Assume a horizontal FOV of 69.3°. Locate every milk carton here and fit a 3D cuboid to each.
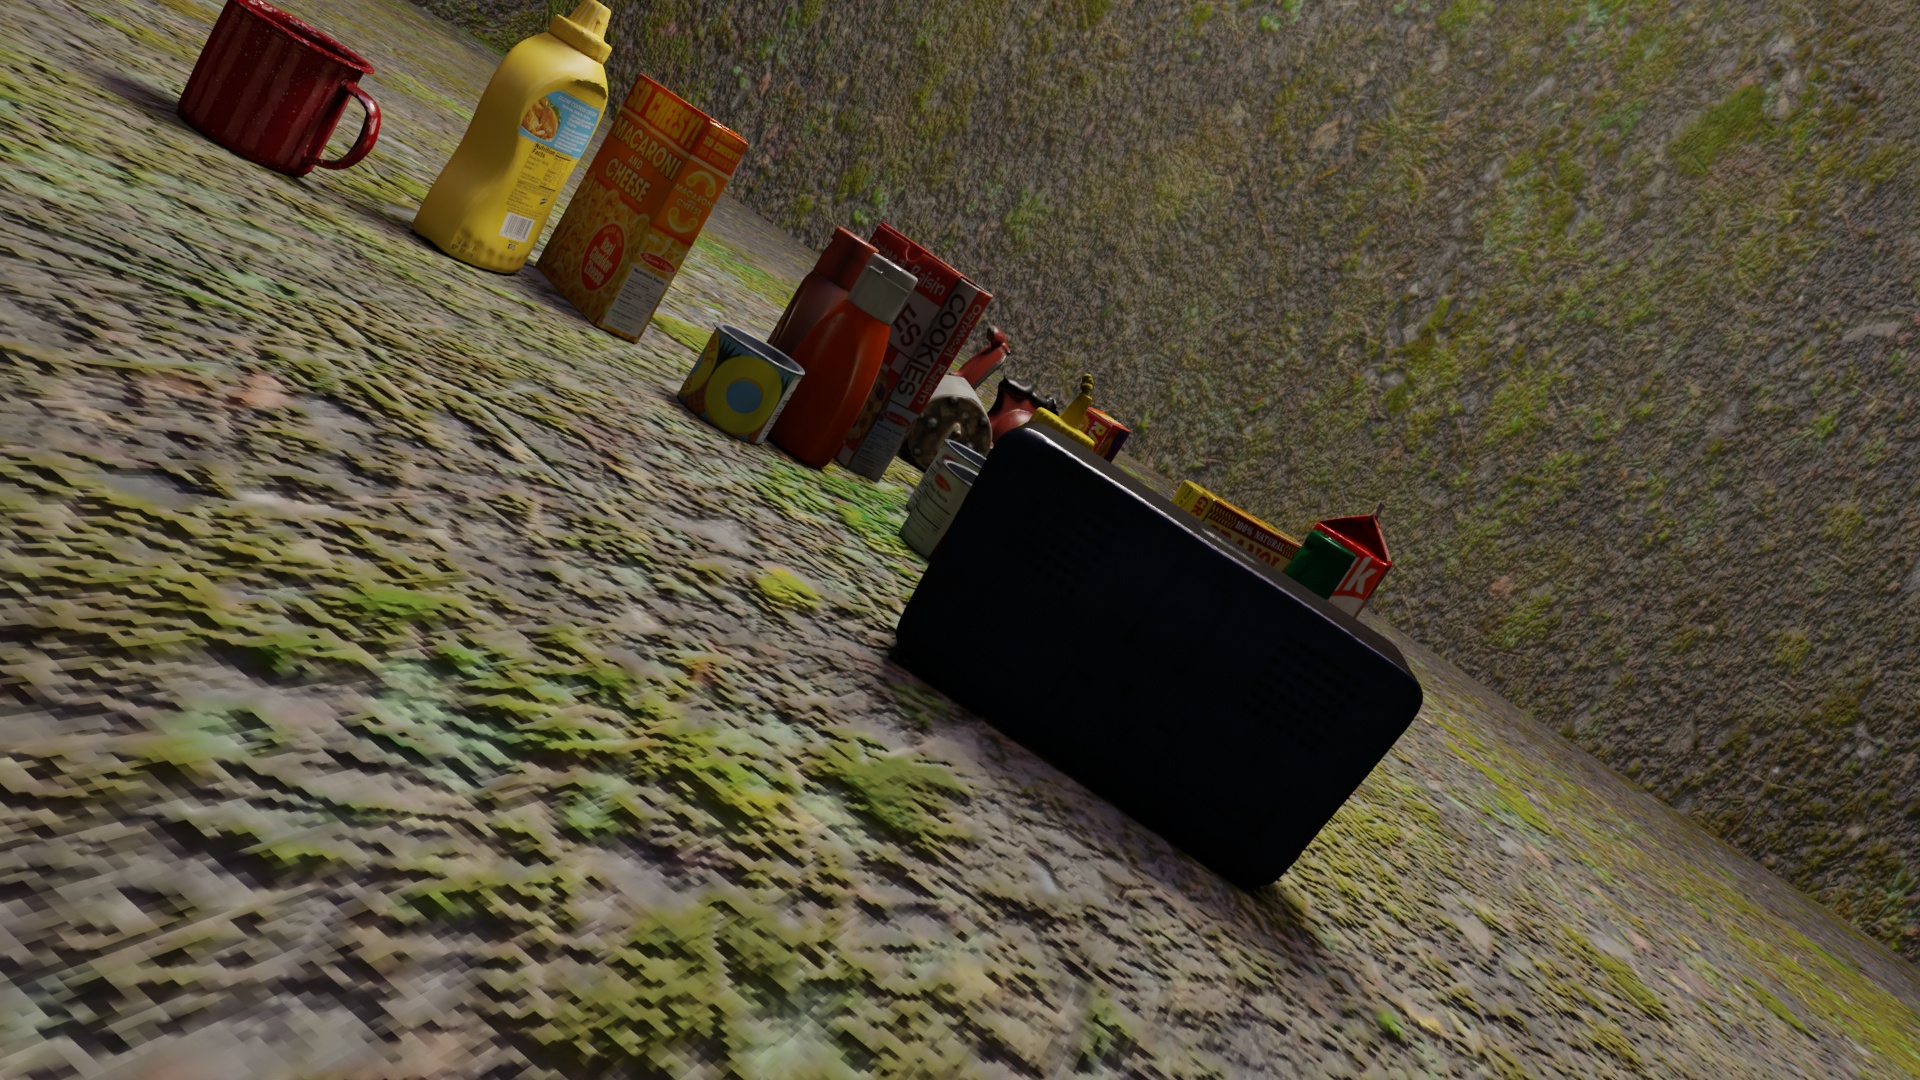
[{"bbox_3d":[0.322,0.047,1.237,0.073,0.190,0.072,35,10,17],"label":"milk carton"}]

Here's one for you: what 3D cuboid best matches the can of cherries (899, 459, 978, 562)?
[{"bbox_3d":[0.003,-0.012,0.932,0.071,0.058,0.071,31,10,-6],"label":"can of cherries"}]

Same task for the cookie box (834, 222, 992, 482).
[{"bbox_3d":[-0.063,-0.148,1.071,0.040,0.167,0.123,23,13,-44],"label":"cookie box"}]

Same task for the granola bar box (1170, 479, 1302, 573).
[{"bbox_3d":[0.208,0.031,1.161,0.165,0.124,0.039,21,14,-48],"label":"granola bar box"}]

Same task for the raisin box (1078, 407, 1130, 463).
[{"bbox_3d":[0.104,-0.064,1.304,0.040,0.123,0.086,35,10,16],"label":"raisin box"}]

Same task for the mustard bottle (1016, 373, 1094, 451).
[{"bbox_3d":[0.035,-0.024,0.794,0.049,0.160,0.065,32,9,0],"label":"mustard bottle"}]

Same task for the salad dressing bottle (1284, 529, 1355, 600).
[{"bbox_3d":[0.227,0.062,0.997,0.044,0.147,0.064,29,10,-18],"label":"salad dressing bottle"}]

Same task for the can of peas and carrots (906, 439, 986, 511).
[{"bbox_3d":[0.003,-0.034,1.038,0.071,0.058,0.071,31,10,-6],"label":"can of peas and carrots"}]

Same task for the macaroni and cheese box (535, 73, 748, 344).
[{"bbox_3d":[-0.236,-0.244,1.017,0.040,0.166,0.124,22,14,-46],"label":"macaroni and cheese box"}]

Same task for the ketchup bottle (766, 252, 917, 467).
[{"bbox_3d":[-0.083,-0.128,0.968,0.065,0.148,0.043,37,10,26],"label":"ketchup bottle"}]

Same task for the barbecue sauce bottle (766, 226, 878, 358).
[{"bbox_3d":[-0.114,-0.164,1.050,0.043,0.148,0.065,31,10,-10],"label":"barbecue sauce bottle"}]

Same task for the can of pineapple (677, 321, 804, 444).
[{"bbox_3d":[-0.148,-0.106,0.927,0.071,0.057,0.071,31,10,-6],"label":"can of pineapple"}]
